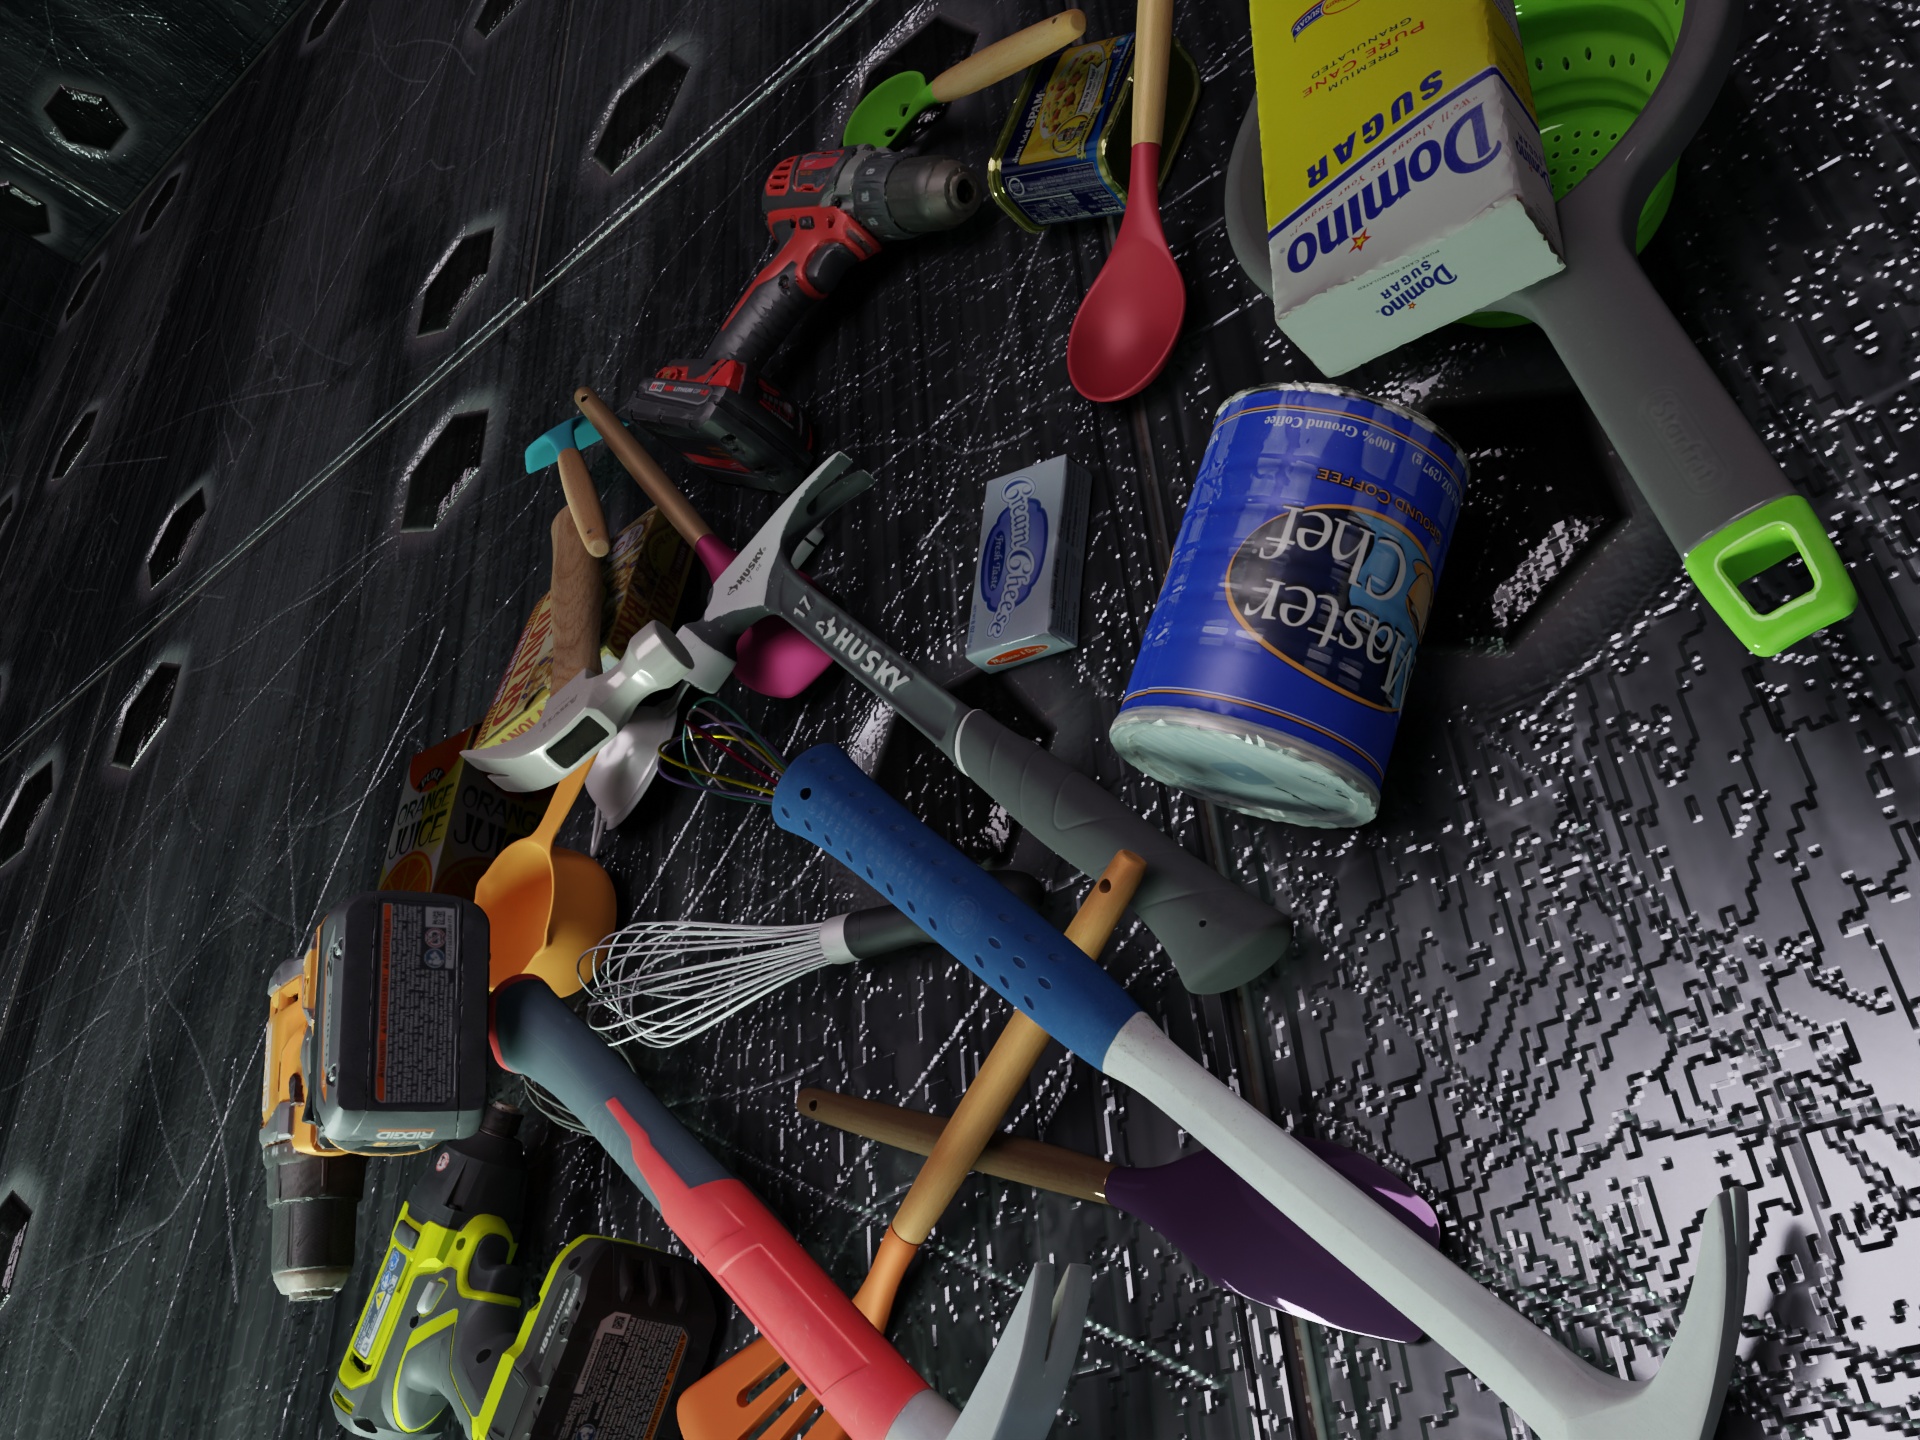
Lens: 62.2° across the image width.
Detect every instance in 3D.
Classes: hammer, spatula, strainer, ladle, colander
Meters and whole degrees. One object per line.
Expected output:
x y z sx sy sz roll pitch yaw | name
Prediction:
0.068 0.113 0.553 0.406 0.035 0.144 35 101 38 | hammer
-0.001 -0.002 0.730 0.149 0.036 0.409 -55 45 2 | hammer
-0.016 0.187 0.637 0.081 0.041 0.322 43 109 43 | spatula
-0.158 -0.031 0.940 0.258 0.050 0.087 -51 26 4 | strainer
0.094 -0.314 0.800 0.069 0.031 0.315 3 89 40 | ladle
-0.103 0.192 0.678 0.387 0.038 0.143 29 94 46 | hammer
-0.219 -0.058 0.901 0.130 0.031 0.332 -40 27 6 | hammer
-0.242 -0.152 1.022 0.082 0.044 0.318 -27 30 -5 | spatula
0.228 -0.164 0.587 0.204 0.094 0.398 -34 46 26 | colander
0.042 0.175 0.626 0.316 0.018 0.060 0 74 44 | spatula

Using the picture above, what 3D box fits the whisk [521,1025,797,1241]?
-0.153 0.208 0.784 0.239 0.055 0.055 23 84 45 | whisk

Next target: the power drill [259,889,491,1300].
-0.315 0.197 0.826 0.226 0.084 0.185 -33 56 50 | power drill

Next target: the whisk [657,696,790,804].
-0.085 0.034 0.816 0.245 0.047 0.051 20 87 50 | whisk

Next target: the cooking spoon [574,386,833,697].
-0.164 -0.119 0.953 0.069 0.017 0.319 -44 53 2 | cooking spoon

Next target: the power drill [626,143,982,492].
-0.092 -0.259 0.987 0.188 0.080 0.227 18 77 49 | power drill

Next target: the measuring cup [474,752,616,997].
-0.220 0.078 0.913 0.095 0.052 0.173 24 89 48 | measuring cup

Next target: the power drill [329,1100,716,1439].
-0.219 0.290 0.777 0.223 0.080 0.171 4 71 50 | power drill

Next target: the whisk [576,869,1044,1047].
-0.080 0.112 0.764 0.284 0.070 0.070 -18 55 33 | whisk

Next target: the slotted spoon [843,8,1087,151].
-0.002 -0.380 0.950 0.070 0.031 0.314 -62 25 -3 | slotted spoon
